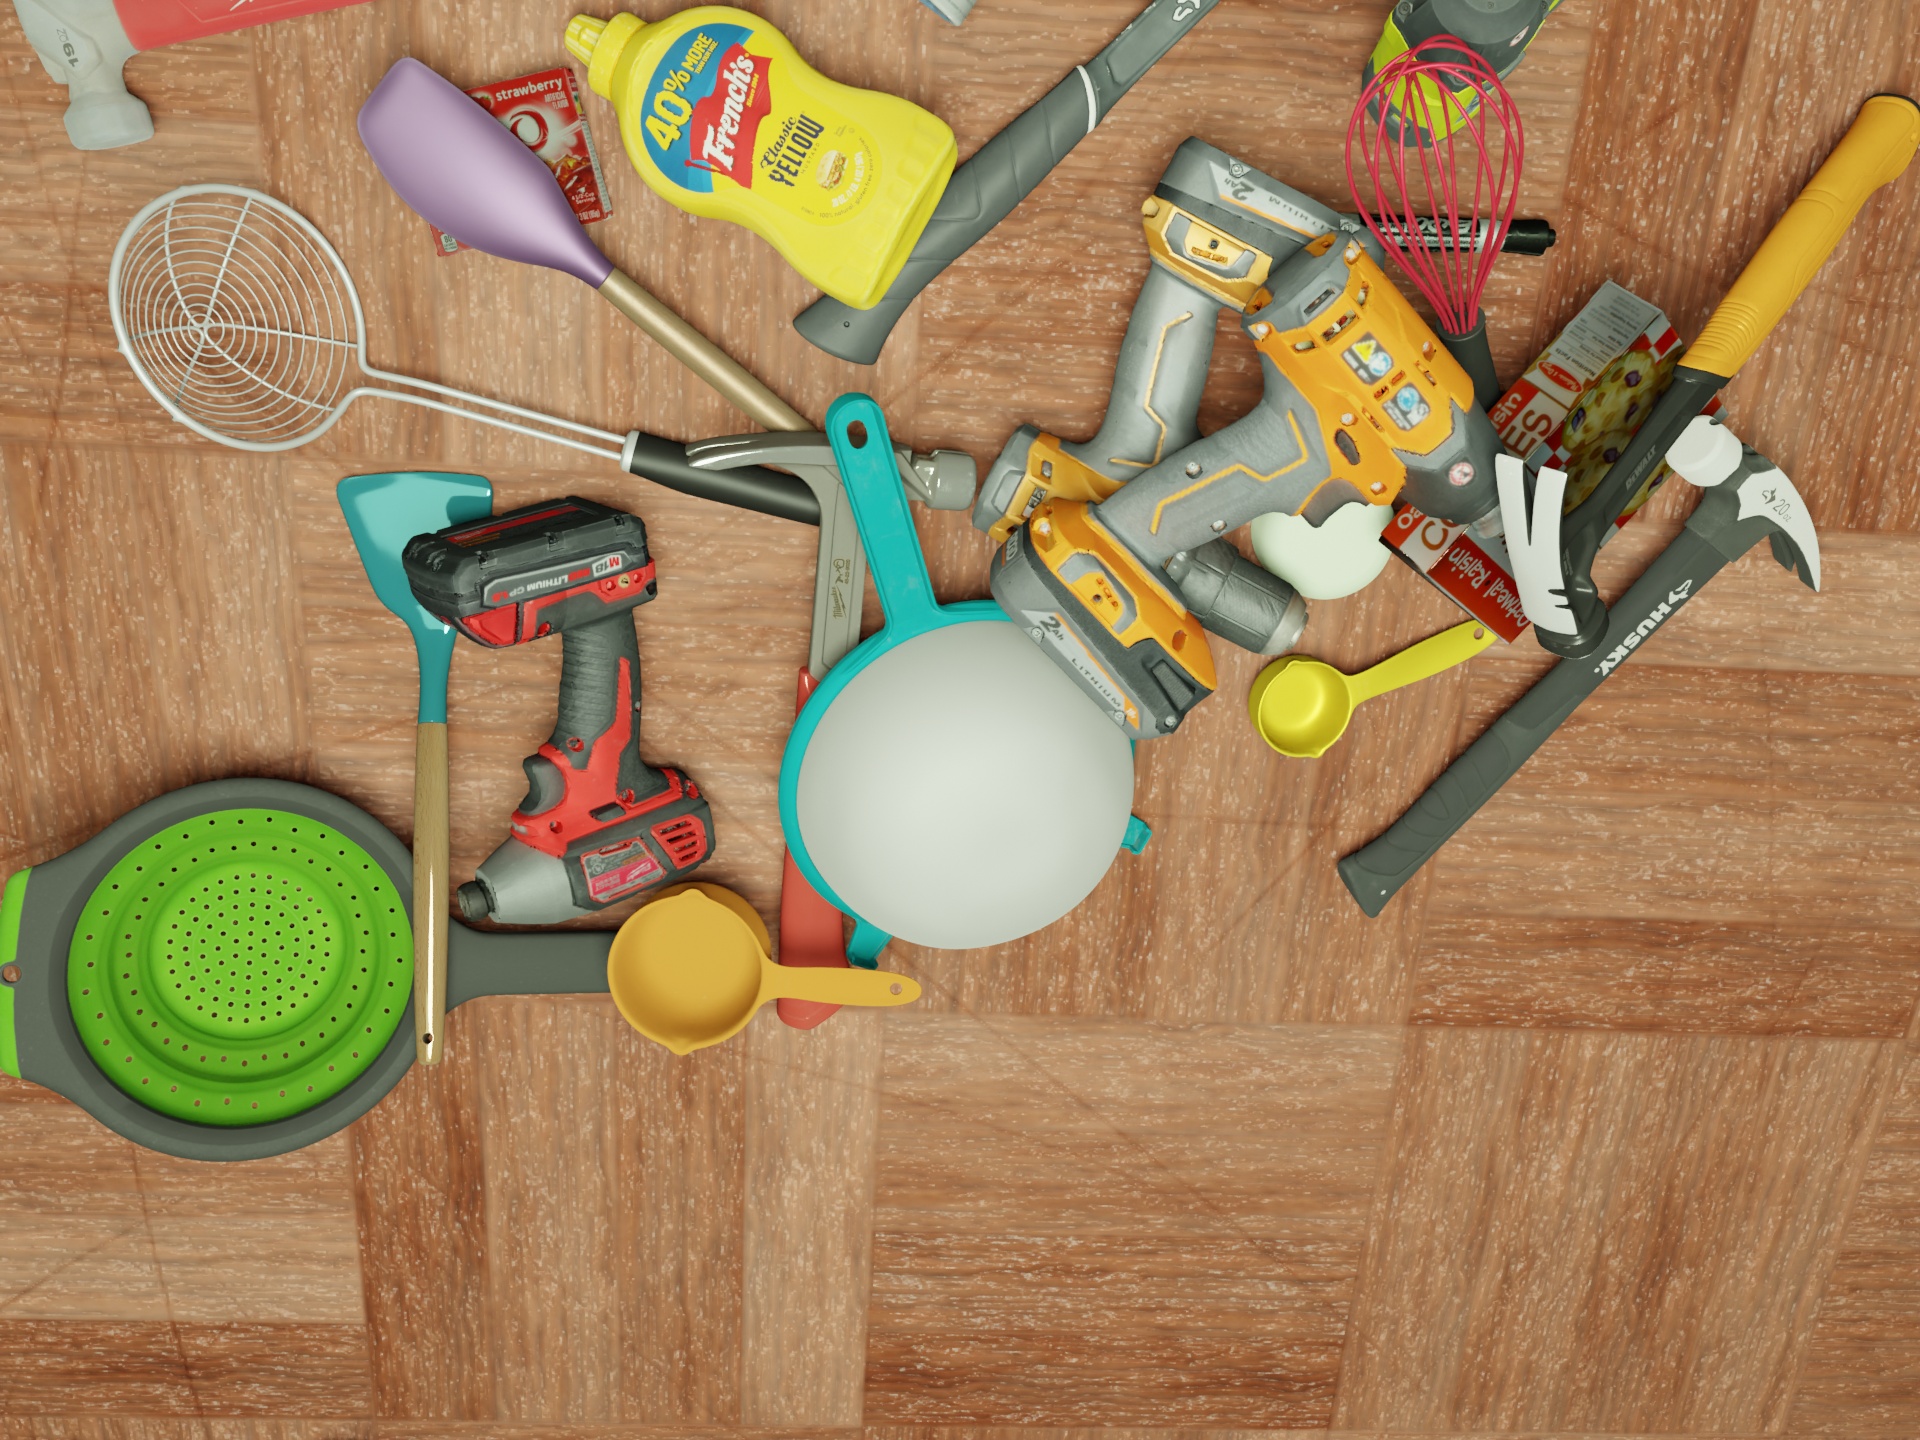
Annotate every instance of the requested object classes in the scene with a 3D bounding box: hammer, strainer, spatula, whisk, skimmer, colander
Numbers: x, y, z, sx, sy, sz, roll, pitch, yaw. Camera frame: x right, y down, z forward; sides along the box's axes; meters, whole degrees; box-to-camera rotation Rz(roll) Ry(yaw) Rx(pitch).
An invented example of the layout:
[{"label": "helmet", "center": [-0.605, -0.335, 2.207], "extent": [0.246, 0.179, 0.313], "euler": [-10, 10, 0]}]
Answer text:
[{"label": "hammer", "center": [0.073, -0.325, 0.784], "extent": [0.409, 0.036, 0.149], "euler": [-40, 107, 12]}, {"label": "hammer", "center": [0.339, -0.009, 0.905], "extent": [0.146, 0.035, 0.334], "euler": [24, 116, -35]}, {"label": "strainer", "center": [-0.001, -0.003, 0.825], "extent": [0.211, 0.095, 0.340], "euler": [-22, 124, -9]}, {"label": "spatula", "center": [-0.291, 0.027, 0.861], "extent": [0.082, 0.044, 0.317], "euler": [-1, 85, -5]}, {"label": "hammer", "center": [-0.253, -0.379, 0.745], "extent": [0.386, 0.038, 0.143], "euler": [-11, 110, 1]}, {"label": "whisk", "center": [0.237, -0.203, 0.758], "extent": [0.073, 0.073, 0.295], "euler": [-28, 146, 8]}, {"label": "spatula", "center": [-0.159, -0.204, 0.802], "extent": [0.315, 0.018, 0.060], "euler": [37, 101, -21]}, {"label": "skimmer", "center": [-0.225, -0.163, 0.802], "extent": [0.363, 0.090, 0.127], "euler": [15, 75, -11]}, {"label": "colander", "center": [-0.322, 0.136, 0.918], "extent": [0.397, 0.094, 0.204], "euler": [3, 89, -23]}, {"label": "hammer", "center": [-0.085, 0.017, 0.888], "extent": [0.149, 0.037, 0.358], "euler": [1, 116, -14]}, {"label": "hammer", "center": [0.370, -0.190, 0.770], "extent": [0.337, 0.034, 0.127], "euler": [-50, 137, -13]}]

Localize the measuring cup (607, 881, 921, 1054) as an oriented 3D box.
[{"label": "measuring cup", "center": [-0.109, 0.139, 0.901], "extent": [0.173, 0.052, 0.095], "euler": [5, 99, -3]}]

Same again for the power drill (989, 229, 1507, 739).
[{"label": "power drill", "center": [0.143, -0.095, 0.758], "extent": [0.226, 0.084, 0.164], "euler": [-41, 106, 17]}]

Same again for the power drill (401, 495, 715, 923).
[{"label": "power drill", "center": [-0.217, 0.002, 0.848], "extent": [0.143, 0.079, 0.219], "euler": [-22, 116, -31]}]

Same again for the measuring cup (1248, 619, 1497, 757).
[{"label": "measuring cup", "center": [0.238, -0.029, 0.917], "extent": [0.156, 0.029, 0.062], "euler": [-22, 111, -7]}]

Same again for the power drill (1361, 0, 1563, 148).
[{"label": "power drill", "center": [0.288, -0.363, 0.709], "extent": [0.223, 0.171, 0.080], "euler": [-40, 90, 7]}]

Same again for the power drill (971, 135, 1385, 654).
[{"label": "power drill", "center": [0.133, -0.155, 0.815], "extent": [0.185, 0.084, 0.226], "euler": [29, 110, 1]}]

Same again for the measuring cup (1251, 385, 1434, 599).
[{"label": "measuring cup", "center": [0.229, -0.136, 0.861], "extent": [0.083, 0.038, 0.167], "euler": [36, 107, -15]}]
